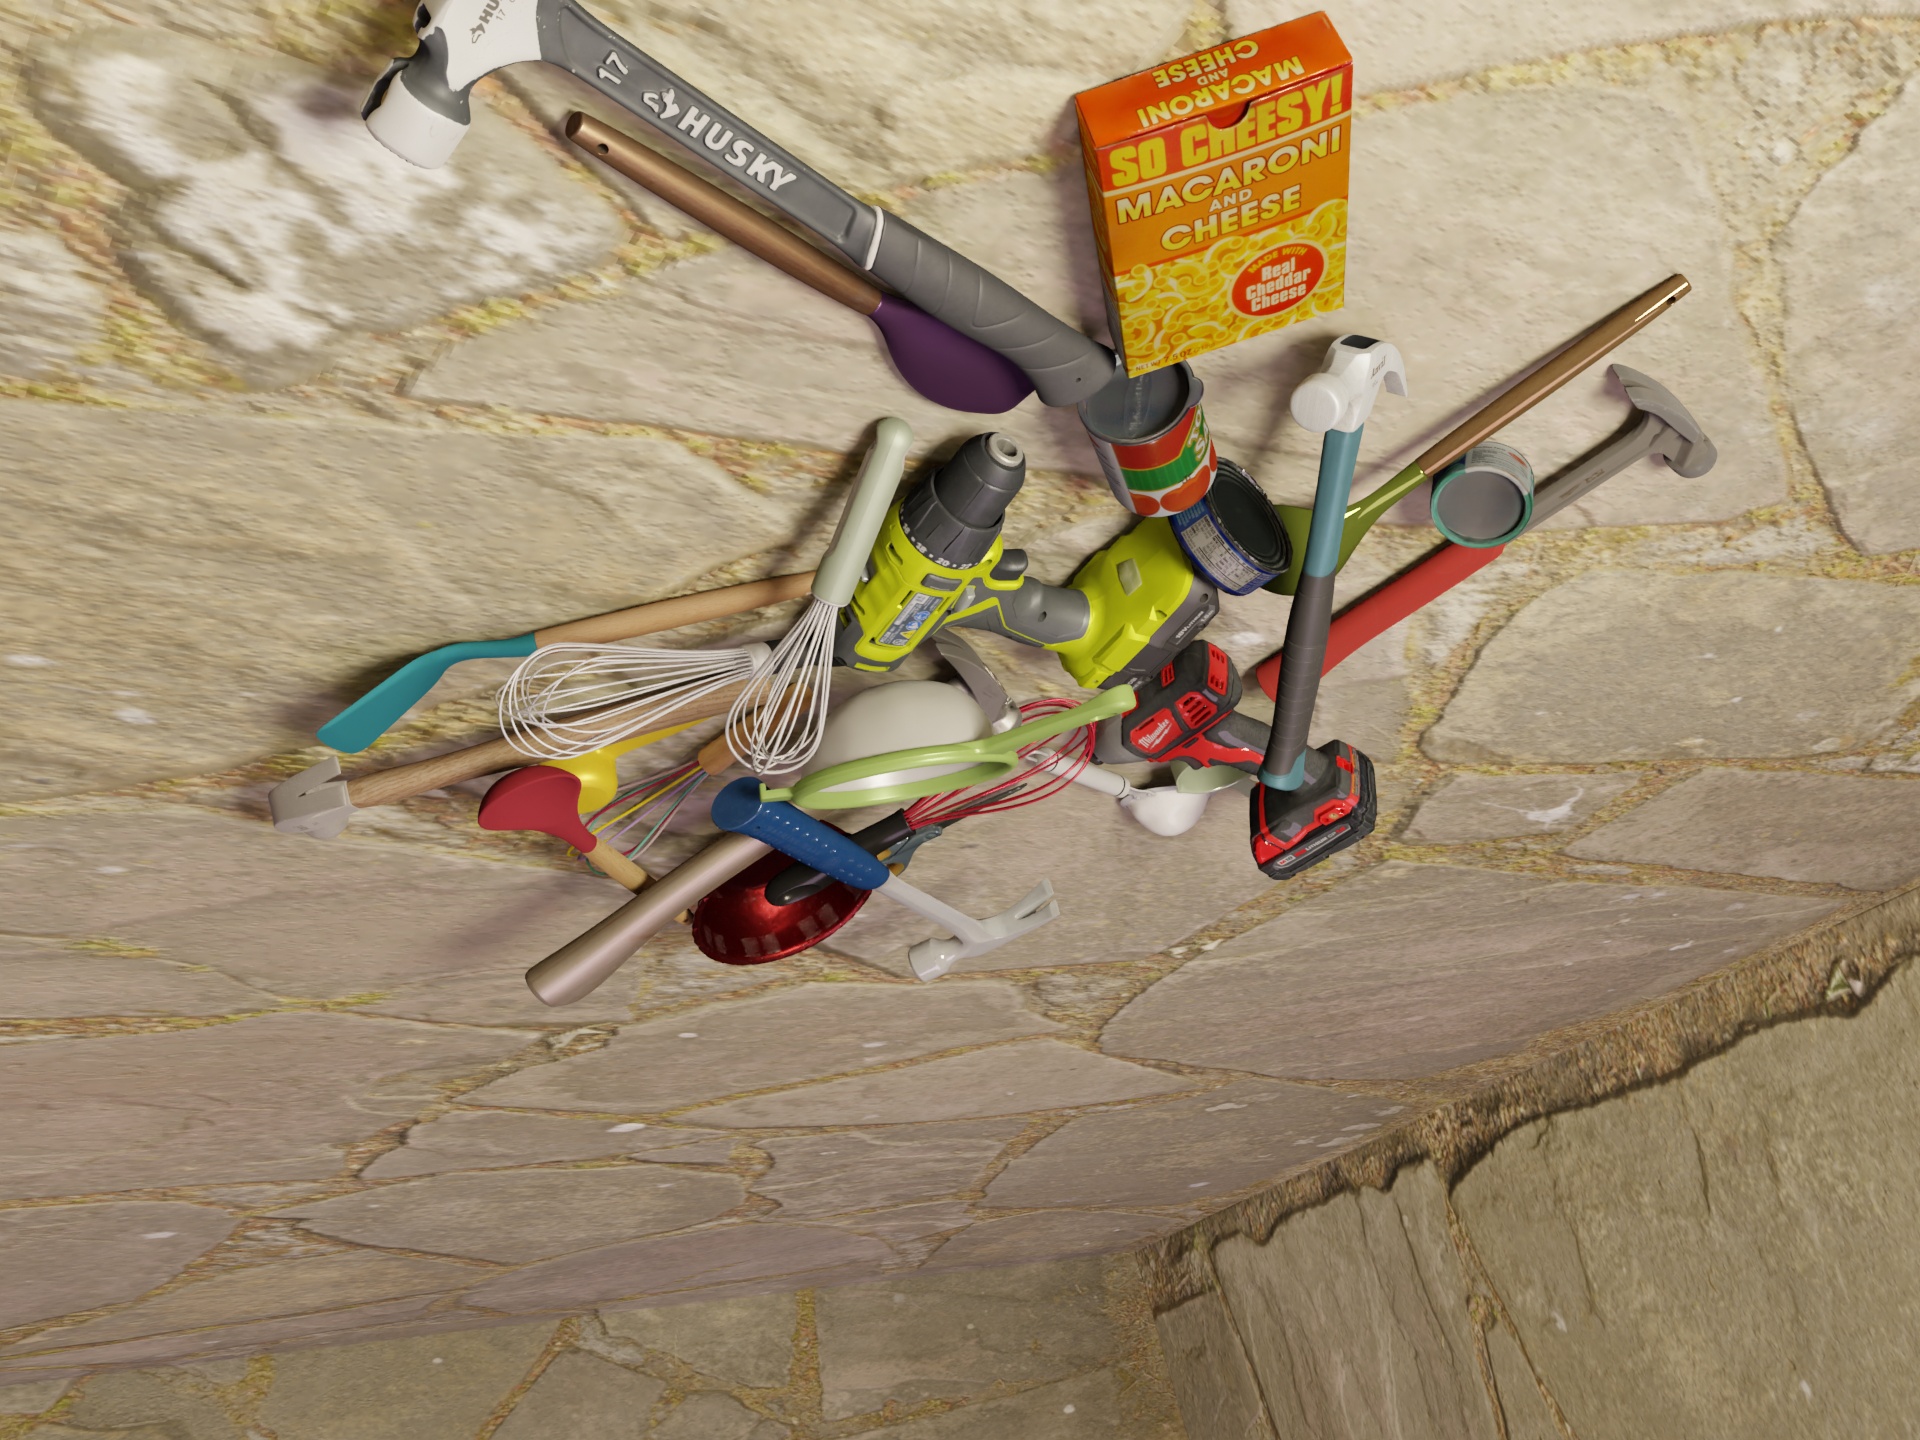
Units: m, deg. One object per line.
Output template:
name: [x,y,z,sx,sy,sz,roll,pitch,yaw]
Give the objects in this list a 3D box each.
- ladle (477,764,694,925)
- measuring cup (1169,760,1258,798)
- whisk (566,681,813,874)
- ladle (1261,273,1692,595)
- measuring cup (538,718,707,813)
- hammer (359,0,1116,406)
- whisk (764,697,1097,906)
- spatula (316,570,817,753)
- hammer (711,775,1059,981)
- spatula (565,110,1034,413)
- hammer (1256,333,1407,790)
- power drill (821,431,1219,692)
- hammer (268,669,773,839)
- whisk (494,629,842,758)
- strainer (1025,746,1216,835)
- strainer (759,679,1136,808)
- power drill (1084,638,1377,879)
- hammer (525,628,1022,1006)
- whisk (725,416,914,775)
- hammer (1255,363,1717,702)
ladle: [-0.254,0.097,1.137,0.069,0.031,0.315,-28,153,1]
measuring cup: [0.238,0.039,1.382,0.083,0.038,0.167,-29,151,24]
whisk: [-0.200,0.043,1.158,0.245,0.051,0.047,-34,142,24]
ladle: [0.315,-0.184,1.022,0.320,0.062,0.078,-36,127,21]
measuring cup: [-0.230,0.027,1.122,0.156,0.029,0.062,-24,151,18]
hammer: [-0.052,-0.233,0.722,0.149,0.036,0.408,-45,145,21]
whisk: [-0.023,0.069,1.232,0.296,0.073,0.073,-29,150,5]
spatula: [-0.233,-0.042,0.983,0.317,0.044,0.082,-14,171,-7]
hammer: [-0.055,0.119,1.209,0.144,0.035,0.405,-26,151,15]
spatula: [-0.063,-0.215,0.784,0.059,0.018,0.315,-36,147,27]
hammer: [0.221,-0.085,0.993,0.128,0.033,0.330,-45,147,-42]
power drill: [0.047,-0.094,1.001,0.228,0.080,0.190,7,144,-32]
hammer: [-0.287,0.017,1.051,0.331,0.031,0.130,-16,174,-9]
whisk: [-0.154,-0.033,0.984,0.284,0.070,0.070,-15,157,-40]
strainer: [0.140,0.061,1.370,0.087,0.050,0.258,-20,152,39]
strainer: [-0.002,-0.003,1.008,0.256,0.069,0.151,-20,166,37]
power drill: [0.210,0.033,1.254,0.219,0.079,0.143,32,133,-24]
hammer: [-0.148,0.079,1.154,0.410,0.038,0.146,-35,148,4]
whisk: [-0.081,-0.068,0.941,0.059,0.058,0.246,20,116,-9]
hammer: [0.359,-0.119,1.157,0.359,0.037,0.149,-36,146,32]
